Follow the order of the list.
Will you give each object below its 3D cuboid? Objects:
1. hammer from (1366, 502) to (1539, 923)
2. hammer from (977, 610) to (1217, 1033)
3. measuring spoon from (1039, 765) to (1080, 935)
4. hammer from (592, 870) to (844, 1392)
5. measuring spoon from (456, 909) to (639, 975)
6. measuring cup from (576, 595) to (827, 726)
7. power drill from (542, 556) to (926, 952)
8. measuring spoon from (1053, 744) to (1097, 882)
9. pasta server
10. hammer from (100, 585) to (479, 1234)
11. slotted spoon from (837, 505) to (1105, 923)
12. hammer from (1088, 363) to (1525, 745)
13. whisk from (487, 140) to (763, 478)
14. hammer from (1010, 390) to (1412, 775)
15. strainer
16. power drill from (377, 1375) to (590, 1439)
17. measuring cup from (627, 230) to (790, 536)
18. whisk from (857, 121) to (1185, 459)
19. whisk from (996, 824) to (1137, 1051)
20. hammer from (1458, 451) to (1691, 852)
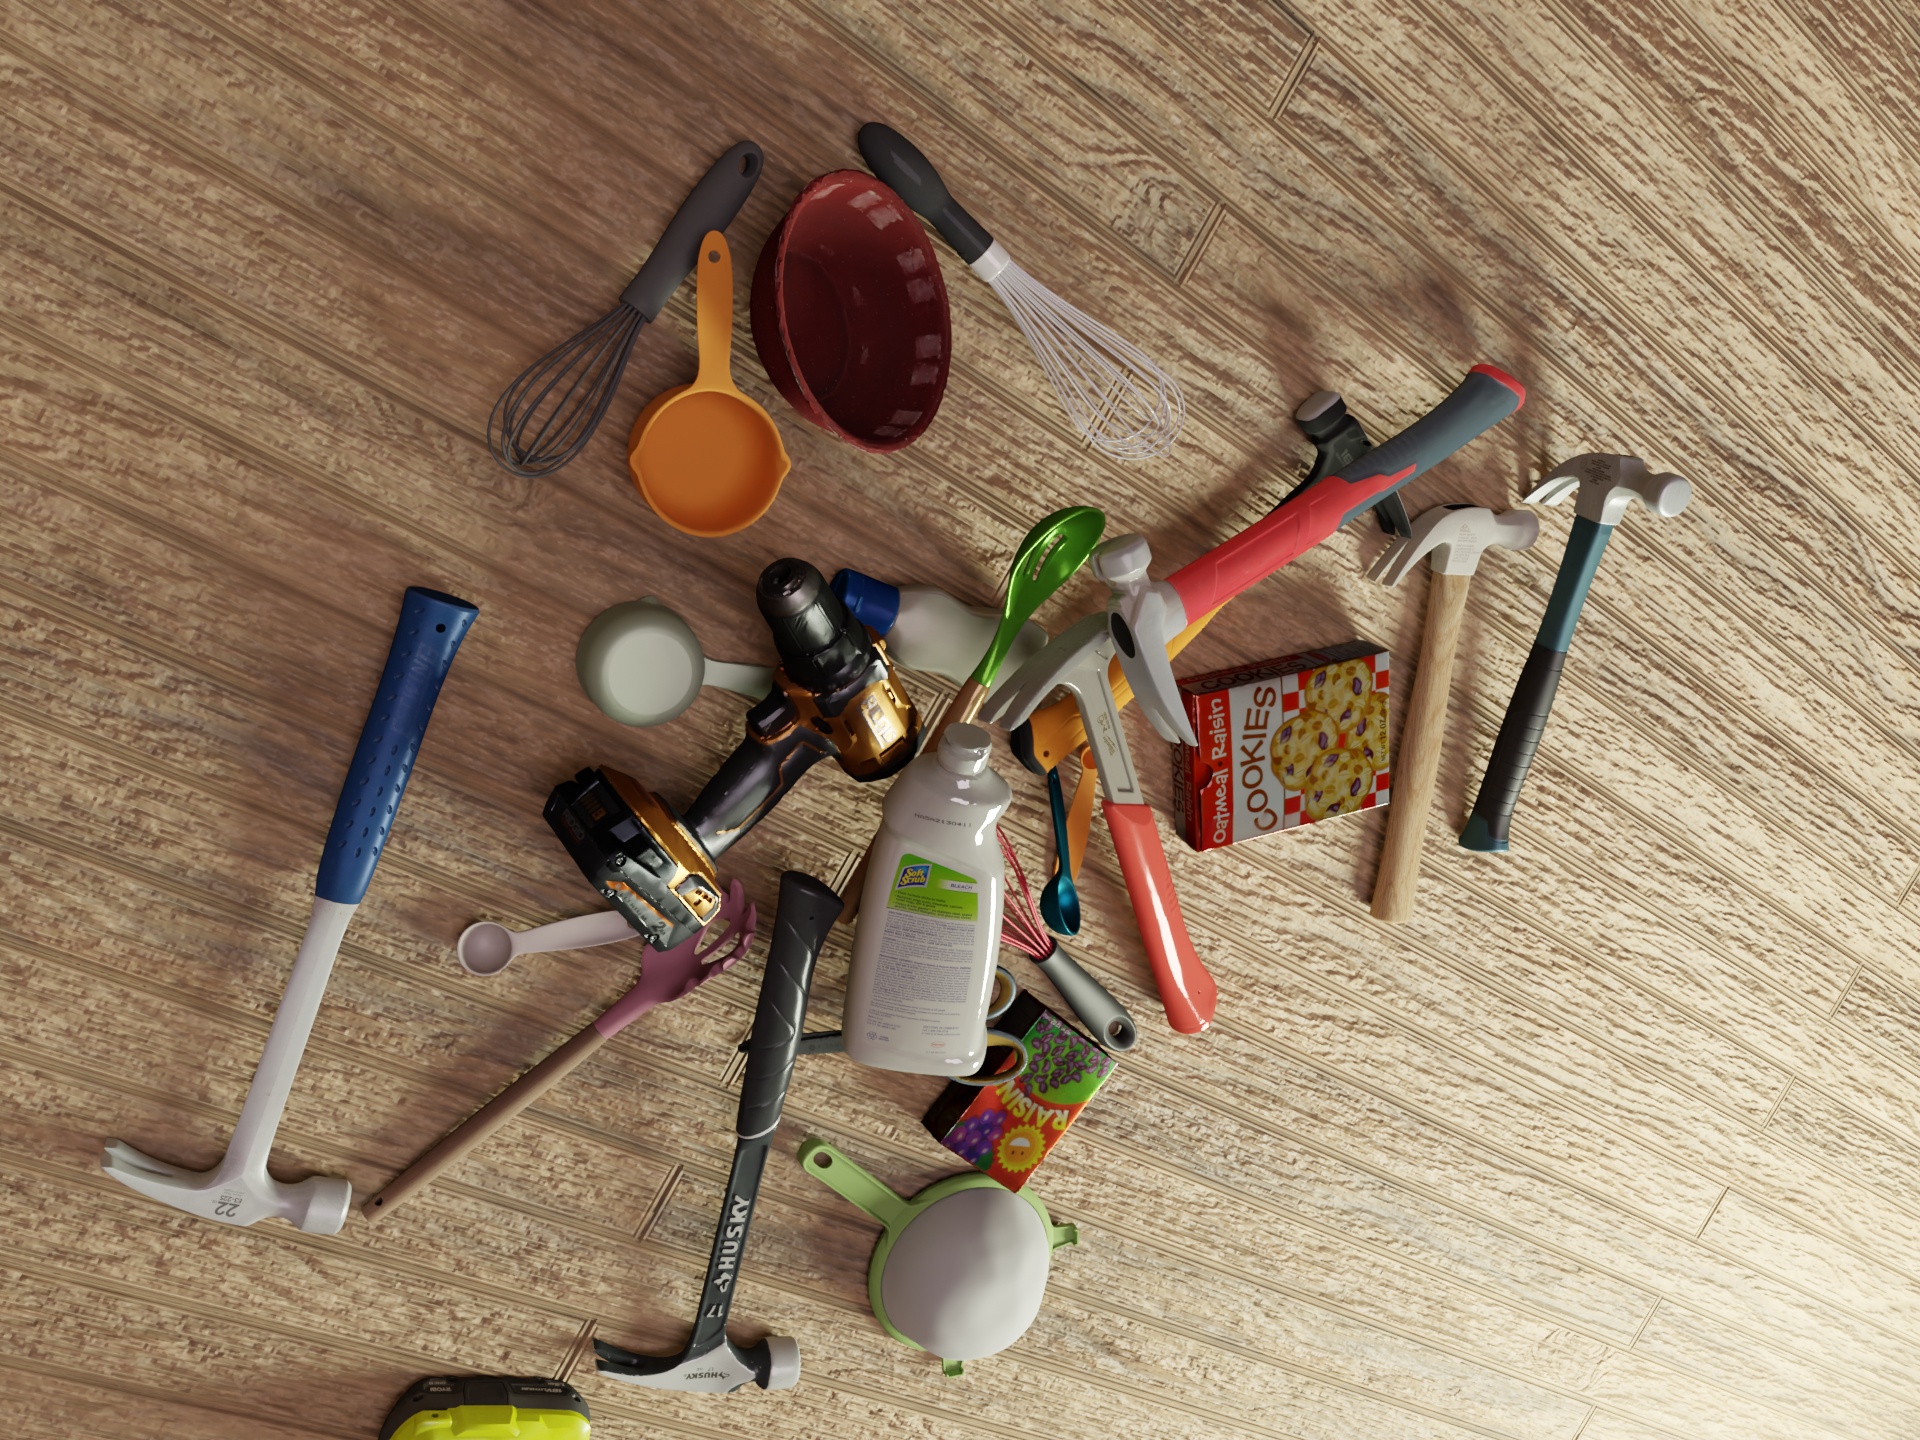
[{"bbox_3d":[0.356,-0.001,1.222,0.130,0.031,0.331,0,106,-23],"label":"hammer"},{"bbox_3d":[0.117,0.092,1.106,0.149,0.037,0.358,-39,128,-27],"label":"hammer"},{"bbox_3d":[0.062,0.088,1.098,0.021,0.129,0.042,-15,154,21],"label":"measuring spoon"},{"bbox_3d":[-0.145,0.287,1.068,0.149,0.036,0.408,6,110,-23],"label":"hammer"},{"bbox_3d":[-0.255,0.135,1.009,0.124,0.018,0.034,-8,95,-20],"label":"measuring spoon"},{"bbox_3d":[-0.154,-0.026,0.993,0.167,0.038,0.083,10,101,-24],"label":"measuring cup"},{"bbox_3d":[-0.137,0.017,0.961,0.226,0.084,0.185,-39,143,-9],"label":"power drill"},{"bbox_3d":[0.083,0.071,1.141,0.021,0.011,0.117,5,107,-23],"label":"measuring spoon"},{"bbox_3d":[-0.257,0.215,1.023,0.316,0.060,0.040,-38,153,-6],"label":"pasta server"},{"bbox_3d":[-0.378,0.114,0.941,0.144,0.035,0.405,18,98,-27],"label":"hammer"},{"bbox_3d":[-0.002,-0.003,1.012,0.313,0.031,0.070,-60,152,10],"label":"slotted spoon"},{"bbox_3d":[0.255,-0.132,1.081,0.386,0.038,0.143,-32,112,-25],"label":"hammer"},{"bbox_3d":[-0.189,-0.239,0.914,0.055,0.055,0.239,38,84,-28],"label":"whisk"},{"bbox_3d":[0.171,-0.078,1.119,0.337,0.034,0.127,-42,116,-7],"label":"hammer"},{"bbox_3d":[-0.021,0.385,1.155,0.151,0.069,0.256,-47,119,-4],"label":"strainer"},{"bbox_3d":[-0.281,0.515,0.997,0.171,0.223,0.080,12,101,-26],"label":"power drill"},{"bbox_3d":[-0.152,-0.197,0.937,0.095,0.052,0.173,-2,105,-22],"label":"measuring cup"},{"bbox_3d":[0.040,-0.265,0.997,0.284,0.070,0.070,41,87,-23],"label":"whisk"},{"bbox_3d":[0.048,0.151,1.125,0.073,0.073,0.295,-44,124,-6],"label":"whisk"},{"bbox_3d":[0.446,-0.044,1.212,0.033,0.128,0.331,2,114,-23],"label":"hammer"}]
